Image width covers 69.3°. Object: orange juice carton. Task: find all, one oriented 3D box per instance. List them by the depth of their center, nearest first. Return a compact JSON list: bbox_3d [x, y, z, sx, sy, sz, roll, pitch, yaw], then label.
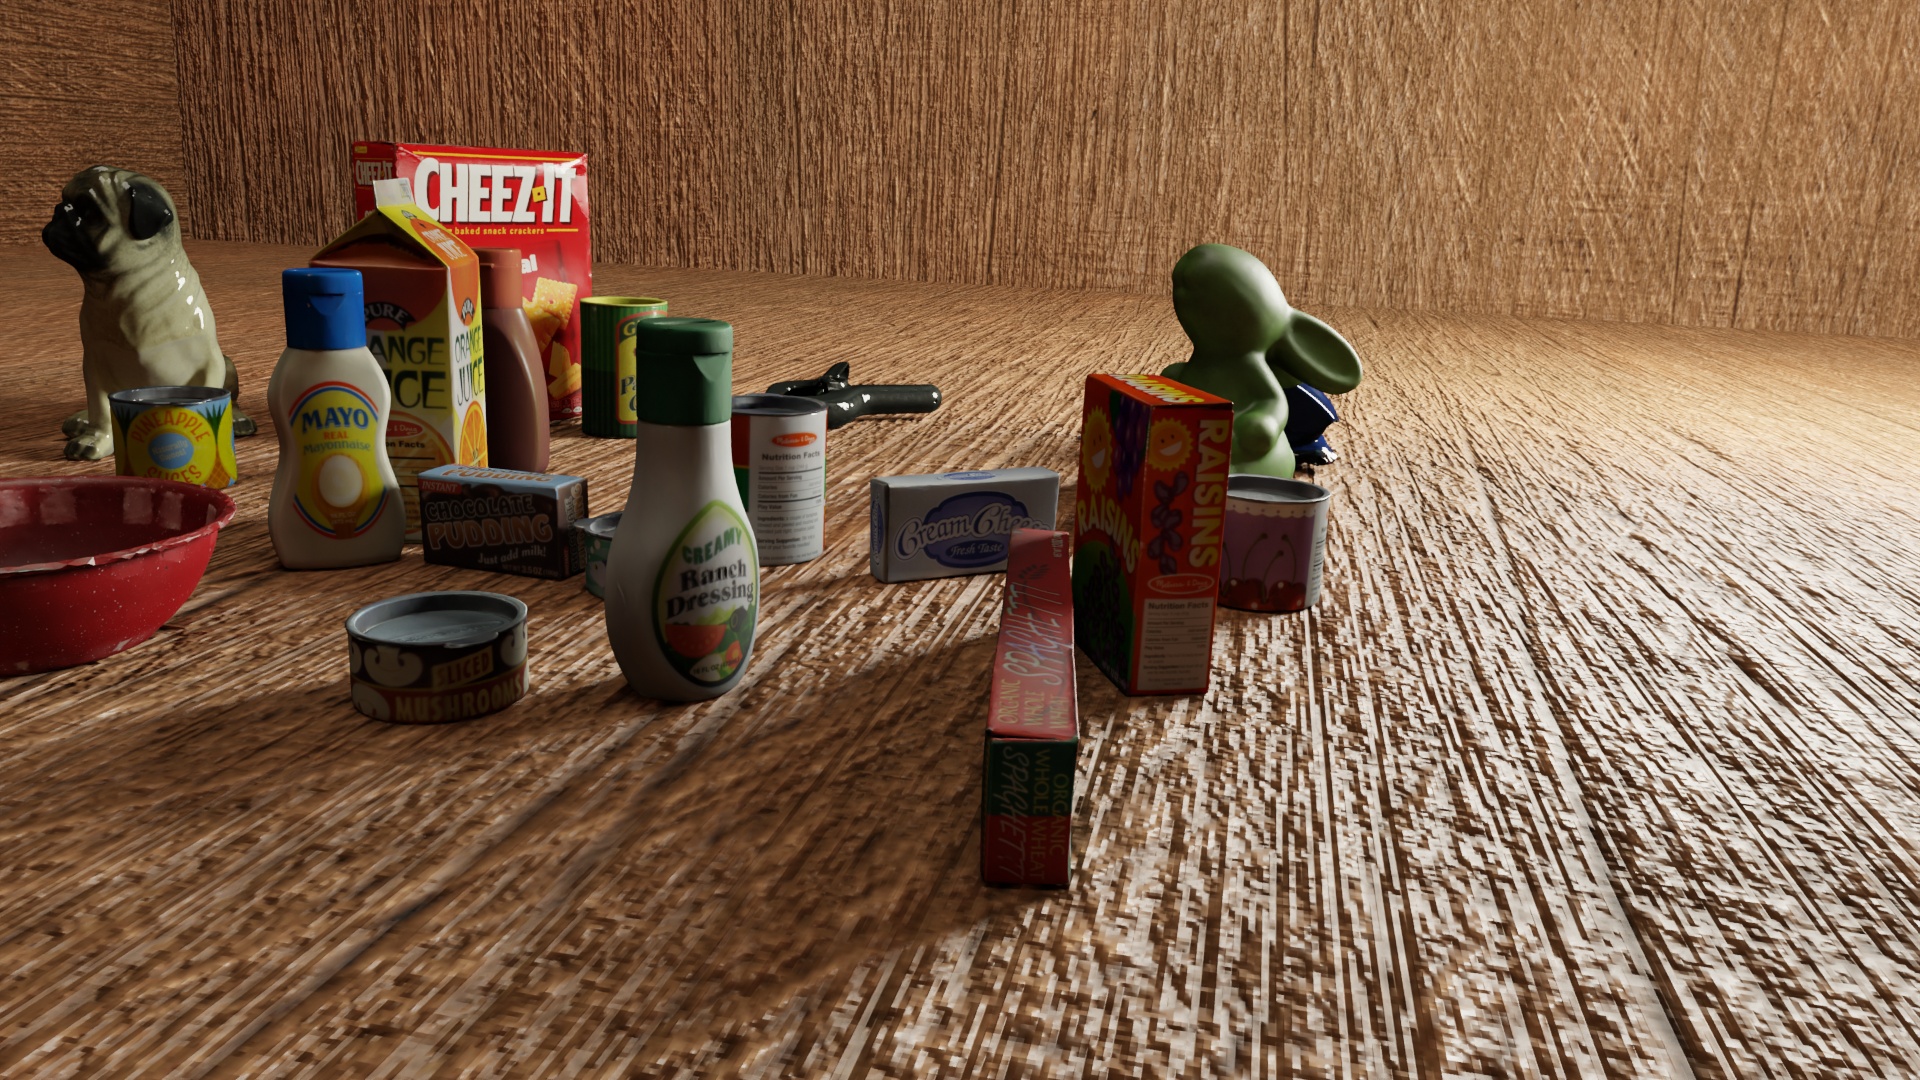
[{"bbox_3d":[-0.306,-0.100,0.761,0.073,0.192,0.072,1,14,-6],"label":"orange juice carton"}]

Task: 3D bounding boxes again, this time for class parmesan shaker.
[{"bbox_3d":[-0.260,-0.136,1.083,0.071,0.102,0.071,2,14,0],"label":"parmesan shaker"}]

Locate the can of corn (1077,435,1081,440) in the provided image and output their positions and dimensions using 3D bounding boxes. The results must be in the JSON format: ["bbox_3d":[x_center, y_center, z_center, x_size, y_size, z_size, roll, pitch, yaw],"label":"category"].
[{"bbox_3d":[0.104,-0.034,0.842,0.071,0.058,0.071,2,14,0],"label":"can of corn"}]

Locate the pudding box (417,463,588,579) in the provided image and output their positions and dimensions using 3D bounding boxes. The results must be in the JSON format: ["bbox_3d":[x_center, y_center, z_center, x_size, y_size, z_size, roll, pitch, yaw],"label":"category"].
[{"bbox_3d":[-0.234,-0.011,0.714,0.084,0.049,0.030,7,15,16],"label":"pudding box"}]

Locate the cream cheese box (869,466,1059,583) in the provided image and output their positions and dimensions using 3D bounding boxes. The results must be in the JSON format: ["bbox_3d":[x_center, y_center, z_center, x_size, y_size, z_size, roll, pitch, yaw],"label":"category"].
[{"bbox_3d":[0.003,-0.009,0.739,0.104,0.053,0.024,-5,16,-26],"label":"cream cheese box"}]

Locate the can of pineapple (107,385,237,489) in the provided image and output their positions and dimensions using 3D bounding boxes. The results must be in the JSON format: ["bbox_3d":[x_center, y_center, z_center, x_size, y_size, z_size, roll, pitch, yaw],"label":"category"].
[{"bbox_3d":[-0.483,-0.062,0.853,0.071,0.057,0.071,2,14,0],"label":"can of pineapple"}]

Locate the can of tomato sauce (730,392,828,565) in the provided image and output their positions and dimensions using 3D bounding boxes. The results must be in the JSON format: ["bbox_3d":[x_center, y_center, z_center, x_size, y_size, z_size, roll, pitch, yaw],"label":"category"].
[{"bbox_3d":[-0.107,-0.035,0.760,0.071,0.083,0.071,2,14,0],"label":"can of tomato sauce"}]

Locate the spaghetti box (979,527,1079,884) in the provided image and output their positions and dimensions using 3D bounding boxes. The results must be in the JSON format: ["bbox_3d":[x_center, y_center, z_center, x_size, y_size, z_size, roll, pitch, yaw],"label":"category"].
[{"bbox_3d":[0.027,0.049,0.526,0.029,0.050,0.251,3,15,3],"label":"spaghetti box"}]

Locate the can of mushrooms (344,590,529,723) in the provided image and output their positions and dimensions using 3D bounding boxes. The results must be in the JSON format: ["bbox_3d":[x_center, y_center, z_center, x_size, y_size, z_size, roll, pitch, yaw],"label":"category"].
[{"bbox_3d":[-0.201,0.045,0.539,0.071,0.033,0.071,2,15,0],"label":"can of mushrooms"}]

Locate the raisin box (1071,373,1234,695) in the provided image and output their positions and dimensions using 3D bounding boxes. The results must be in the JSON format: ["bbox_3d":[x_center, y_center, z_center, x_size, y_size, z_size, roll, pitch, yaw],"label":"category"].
[{"bbox_3d":[0.080,-0.006,0.599,0.040,0.123,0.086,-1,15,-13],"label":"raisin box"}]

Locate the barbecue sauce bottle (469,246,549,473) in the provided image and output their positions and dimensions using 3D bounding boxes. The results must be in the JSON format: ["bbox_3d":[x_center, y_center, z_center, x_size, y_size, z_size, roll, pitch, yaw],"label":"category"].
[{"bbox_3d":[-0.306,-0.118,0.917,0.065,0.148,0.044,2,14,-2],"label":"barbecue sauce bottle"}]

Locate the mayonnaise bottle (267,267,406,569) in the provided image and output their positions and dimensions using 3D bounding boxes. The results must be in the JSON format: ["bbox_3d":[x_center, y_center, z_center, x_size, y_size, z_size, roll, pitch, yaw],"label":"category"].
[{"bbox_3d":[-0.317,-0.061,0.700,0.065,0.147,0.041,-6,16,-29],"label":"mayonnaise bottle"}]

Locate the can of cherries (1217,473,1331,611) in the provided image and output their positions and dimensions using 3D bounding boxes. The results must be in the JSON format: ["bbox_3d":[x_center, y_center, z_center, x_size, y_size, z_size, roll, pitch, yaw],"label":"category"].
[{"bbox_3d":[0.152,0.000,0.718,0.071,0.058,0.072,2,14,0],"label":"can of cherries"}]

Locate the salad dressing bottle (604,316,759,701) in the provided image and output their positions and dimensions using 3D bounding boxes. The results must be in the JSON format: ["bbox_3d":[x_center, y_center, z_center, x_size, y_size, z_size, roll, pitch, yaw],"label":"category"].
[{"bbox_3d":[-0.109,-0.013,0.548,0.044,0.147,0.064,15,19,40],"label":"salad dressing bottle"}]

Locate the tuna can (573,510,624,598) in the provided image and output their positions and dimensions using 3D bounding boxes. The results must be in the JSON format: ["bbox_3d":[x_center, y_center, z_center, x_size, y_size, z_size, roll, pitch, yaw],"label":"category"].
[{"bbox_3d":[-0.156,0.007,0.692,0.071,0.032,0.071,2,15,0],"label":"tuna can"}]
